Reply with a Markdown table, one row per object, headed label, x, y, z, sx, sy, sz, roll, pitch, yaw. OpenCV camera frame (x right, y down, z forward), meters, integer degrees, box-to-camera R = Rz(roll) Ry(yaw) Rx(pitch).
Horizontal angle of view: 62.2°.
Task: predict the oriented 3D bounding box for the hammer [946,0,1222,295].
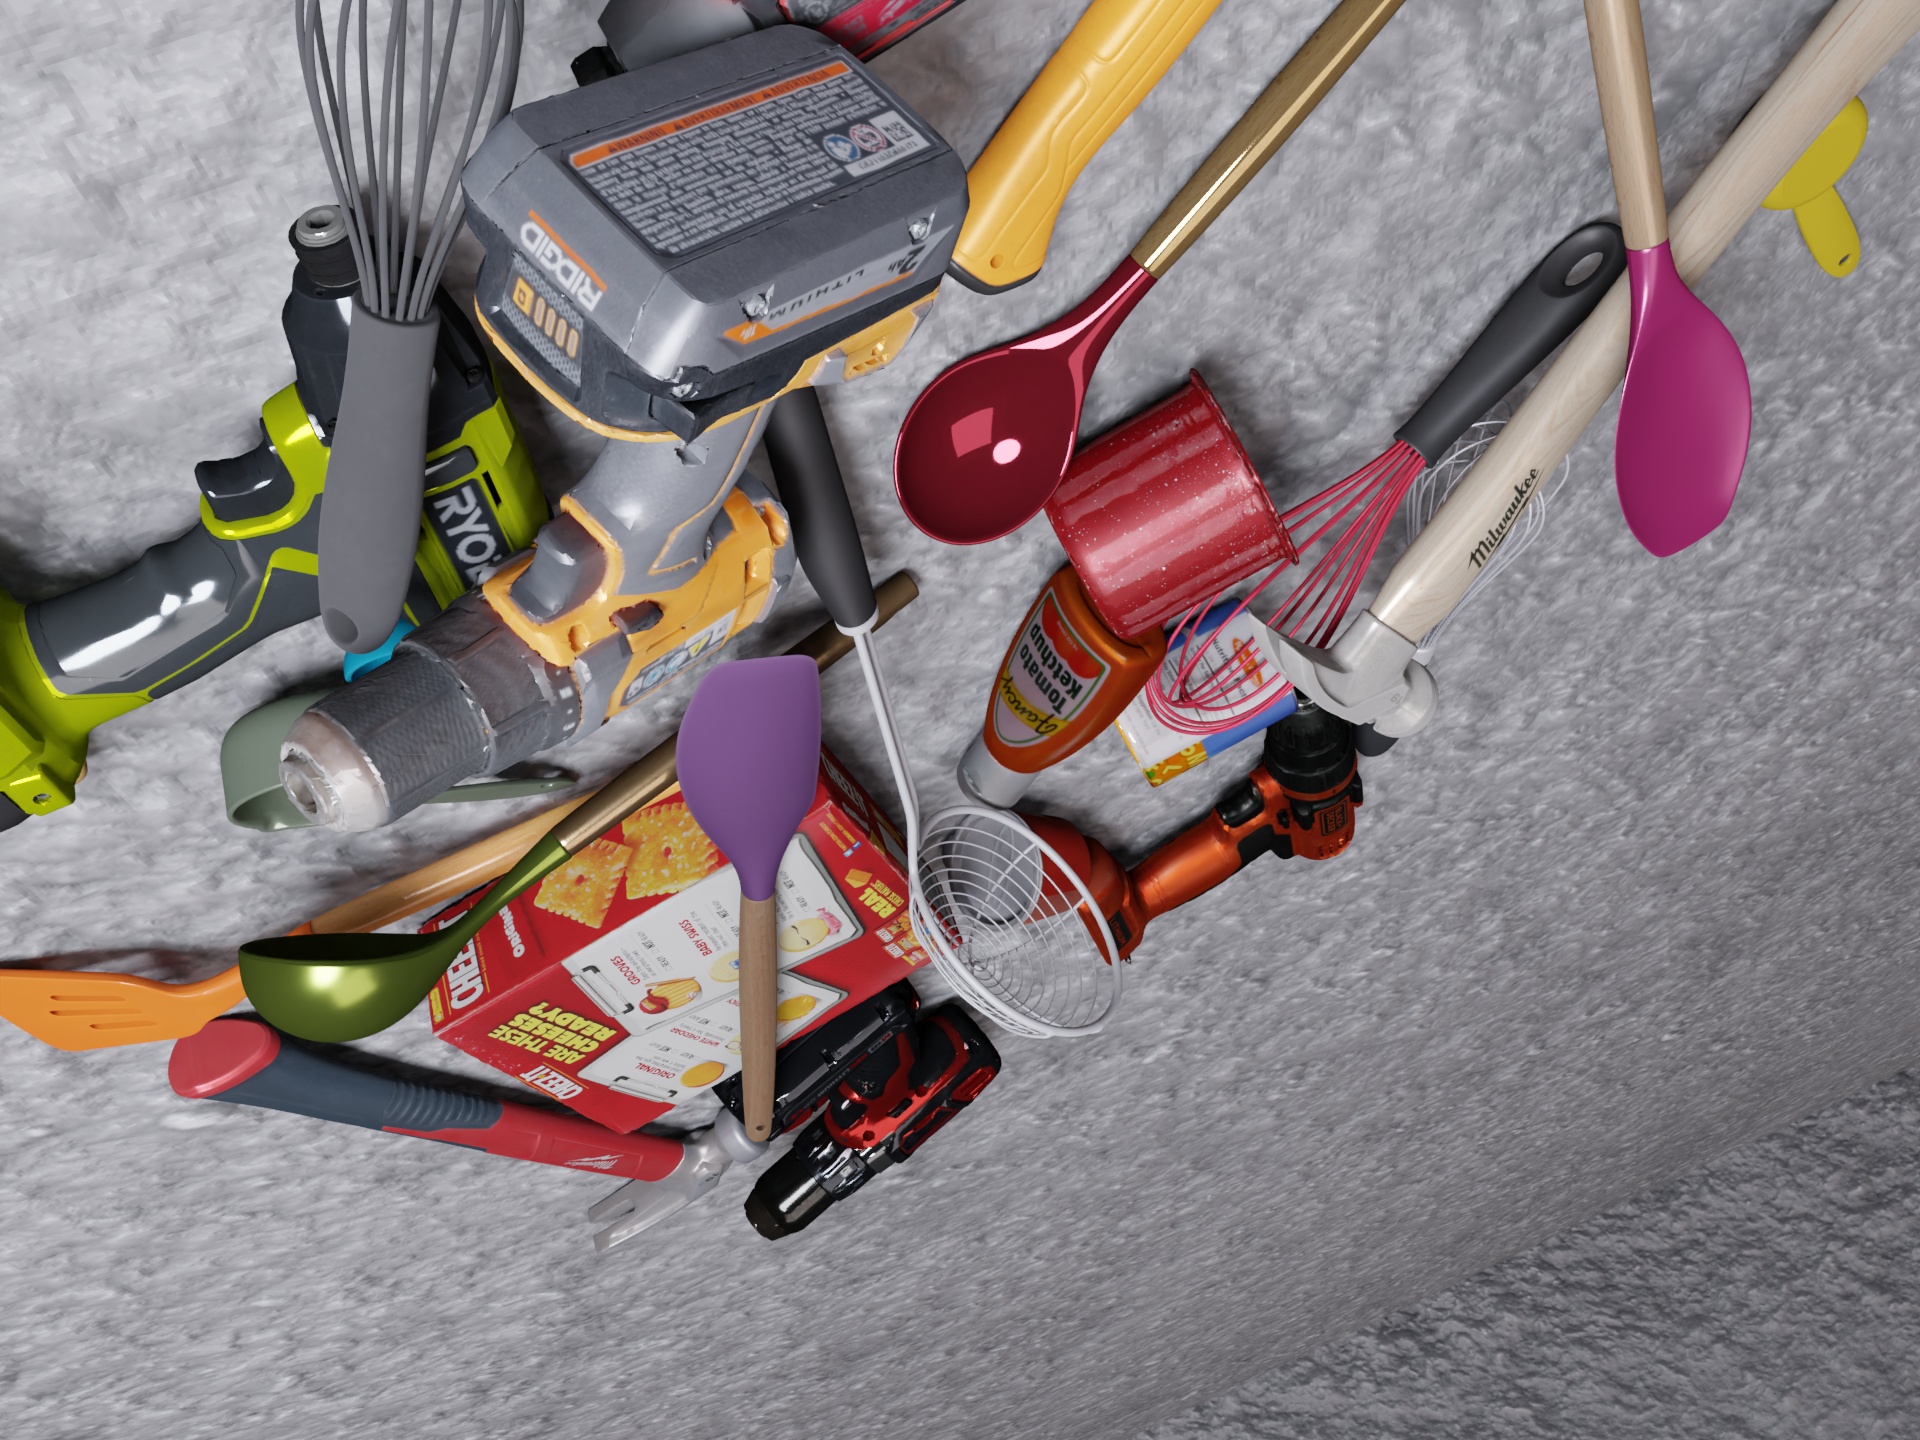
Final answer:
| label | x | y | z | sx | sy | sz | roll | pitch | yaw |
| --- | --- | --- | --- | --- | --- | --- | --- | --- | --- |
| hammer | 0.096 | -0.271 | 0.485 | 0.127 | 0.034 | 0.336 | 14 | 129 | -45 |

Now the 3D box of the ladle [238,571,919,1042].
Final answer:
| label | x | y | z | sx | sy | sz | roll | pitch | yaw |
| --- | --- | --- | --- | --- | --- | --- | --- | --- | --- |
| ladle | -0.153 | 0.025 | 0.668 | 0.320 | 0.062 | 0.078 | -37 | -172 | -10 |

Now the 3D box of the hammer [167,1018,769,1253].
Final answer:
| label | x | y | z | sx | sy | sz | roll | pitch | yaw |
| --- | --- | --- | --- | --- | --- | --- | --- | --- | --- |
| hammer | -0.274 | 0.234 | 0.889 | 0.143 | 0.038 | 0.385 | -35 | 145 | 14 |

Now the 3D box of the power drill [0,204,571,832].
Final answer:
| label | x | y | z | sx | sy | sz | roll | pitch | yaw |
| --- | --- | --- | --- | --- | --- | --- | --- | --- | --- |
| power drill | -0.247 | -0.059 | 0.499 | 0.223 | 0.080 | 0.171 | -24 | 146 | -11 |

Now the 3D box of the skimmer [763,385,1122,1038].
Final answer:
| label | x | y | z | sx | sy | sz | roll | pitch | yaw |
| --- | --- | --- | --- | --- | --- | --- | --- | --- | --- |
| skimmer | -0.001 | -0.002 | 0.678 | 0.090 | 0.127 | 0.362 | -9 | 130 | 8 |

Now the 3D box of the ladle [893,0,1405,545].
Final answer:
| label | x | y | z | sx | sy | sz | roll | pitch | yaw |
| --- | --- | --- | --- | --- | --- | --- | --- | --- | --- |
| ladle | 0.085 | -0.189 | 0.589 | 0.069 | 0.031 | 0.315 | 34 | 113 | -23 |

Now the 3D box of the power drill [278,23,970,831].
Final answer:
| label | x | y | z | sx | sy | sz | roll | pitch | yaw |
| --- | --- | --- | --- | --- | --- | --- | --- | --- | --- |
| power drill | -0.105 | -0.066 | 0.453 | 0.185 | 0.084 | 0.226 | -38 | 169 | -38 |

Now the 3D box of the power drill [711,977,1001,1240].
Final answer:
| label | x | y | z | sx | sy | sz | roll | pitch | yaw |
| --- | --- | --- | --- | --- | --- | --- | --- | --- | --- |
| power drill | -0.079 | 0.222 | 0.945 | 0.188 | 0.080 | 0.226 | -40 | 149 | -6 |

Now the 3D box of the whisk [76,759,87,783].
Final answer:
| label | x | y | z | sx | sy | sz | roll | pitch | yaw |
| --- | --- | --- | --- | --- | --- | --- | --- | --- | --- |
| whisk | -0.430 | 0.041 | 0.534 | 0.245 | 0.051 | 0.047 | -15 | 138 | -22 |

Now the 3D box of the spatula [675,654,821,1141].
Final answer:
| label | x | y | z | sx | sy | sz | roll | pitch | yaw |
| --- | --- | --- | --- | --- | --- | --- | --- | --- | --- |
| spatula | -0.094 | 0.094 | 0.719 | 0.059 | 0.018 | 0.315 | -7 | 133 | -14 |

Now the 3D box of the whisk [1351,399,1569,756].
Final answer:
| label | x | y | z | sx | sy | sz | roll | pitch | yaw |
| --- | --- | --- | --- | --- | --- | --- | --- | --- | --- |
| whisk | 0.252 | -0.060 | 0.846 | 0.070 | 0.070 | 0.284 | -18 | 149 | -13 |

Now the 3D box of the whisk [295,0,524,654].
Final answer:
| label | x | y | z | sx | sy | sz | roll | pitch | yaw |
| --- | --- | --- | --- | --- | --- | --- | --- | --- | --- |
| whisk | -0.154 | -0.110 | 0.426 | 0.055 | 0.055 | 0.238 | -4 | 135 | -30 |

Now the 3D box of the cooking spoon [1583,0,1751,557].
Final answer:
| label | x | y | z | sx | sy | sz | roll | pitch | yaw |
| --- | --- | --- | --- | --- | --- | --- | --- | --- | --- |
| cooking spoon | 0.247 | -0.199 | 0.580 | 0.069 | 0.017 | 0.318 | -30 | 121 | -9 |

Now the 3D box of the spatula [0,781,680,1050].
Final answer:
| label | x | y | z | sx | sy | sz | roll | pitch | yaw |
| --- | --- | --- | --- | --- | --- | --- | --- | --- | --- |
| spatula | -0.262 | 0.077 | 0.702 | 0.322 | 0.041 | 0.081 | -24 | 146 | -9 |

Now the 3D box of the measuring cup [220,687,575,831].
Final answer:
| label | x | y | z | sx | sy | sz | roll | pitch | yaw |
| --- | --- | --- | --- | --- | --- | --- | --- | --- | --- |
| measuring cup | -0.220 | 0.014 | 0.647 | 0.083 | 0.038 | 0.167 | -22 | 169 | 27 |

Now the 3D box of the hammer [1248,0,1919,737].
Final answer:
| label | x | y | z | sx | sy | sz | roll | pitch | yaw |
| --- | --- | --- | --- | --- | --- | --- | --- | --- | --- |
| hammer | 0.273 | -0.170 | 0.650 | 0.410 | 0.038 | 0.146 | -54 | 146 | 13 |

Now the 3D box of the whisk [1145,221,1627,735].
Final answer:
| label | x | y | z | sx | sy | sz | roll | pitch | yaw |
| --- | --- | --- | --- | --- | --- | --- | --- | --- | --- |
| whisk | 0.190 | -0.108 | 0.720 | 0.296 | 0.073 | 0.073 | -47 | 142 | 10 |

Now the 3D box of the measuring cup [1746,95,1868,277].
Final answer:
| label | x | y | z | sx | sy | sz | roll | pitch | yaw |
| --- | --- | --- | --- | --- | --- | --- | --- | --- | --- |
| measuring cup | 0.399 | -0.238 | 0.732 | 0.062 | 0.029 | 0.156 | -43 | 141 | 21 |

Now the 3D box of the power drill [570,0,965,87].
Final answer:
| label | x | y | z | sx | sy | sz | roll | pitch | yaw |
| --- | --- | --- | --- | --- | --- | --- | --- | --- | --- |
| power drill | -0.070 | -0.245 | 0.377 | 0.143 | 0.079 | 0.219 | -30 | 148 | 4 |

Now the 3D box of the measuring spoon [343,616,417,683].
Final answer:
| label | x | y | z | sx | sy | sz | roll | pitch | yaw |
| --- | --- | --- | --- | --- | --- | --- | --- | --- | --- |
| measuring spoon | -0.178 | -0.039 | 0.623 | 0.128 | 0.021 | 0.042 | -15 | 171 | -32 |
